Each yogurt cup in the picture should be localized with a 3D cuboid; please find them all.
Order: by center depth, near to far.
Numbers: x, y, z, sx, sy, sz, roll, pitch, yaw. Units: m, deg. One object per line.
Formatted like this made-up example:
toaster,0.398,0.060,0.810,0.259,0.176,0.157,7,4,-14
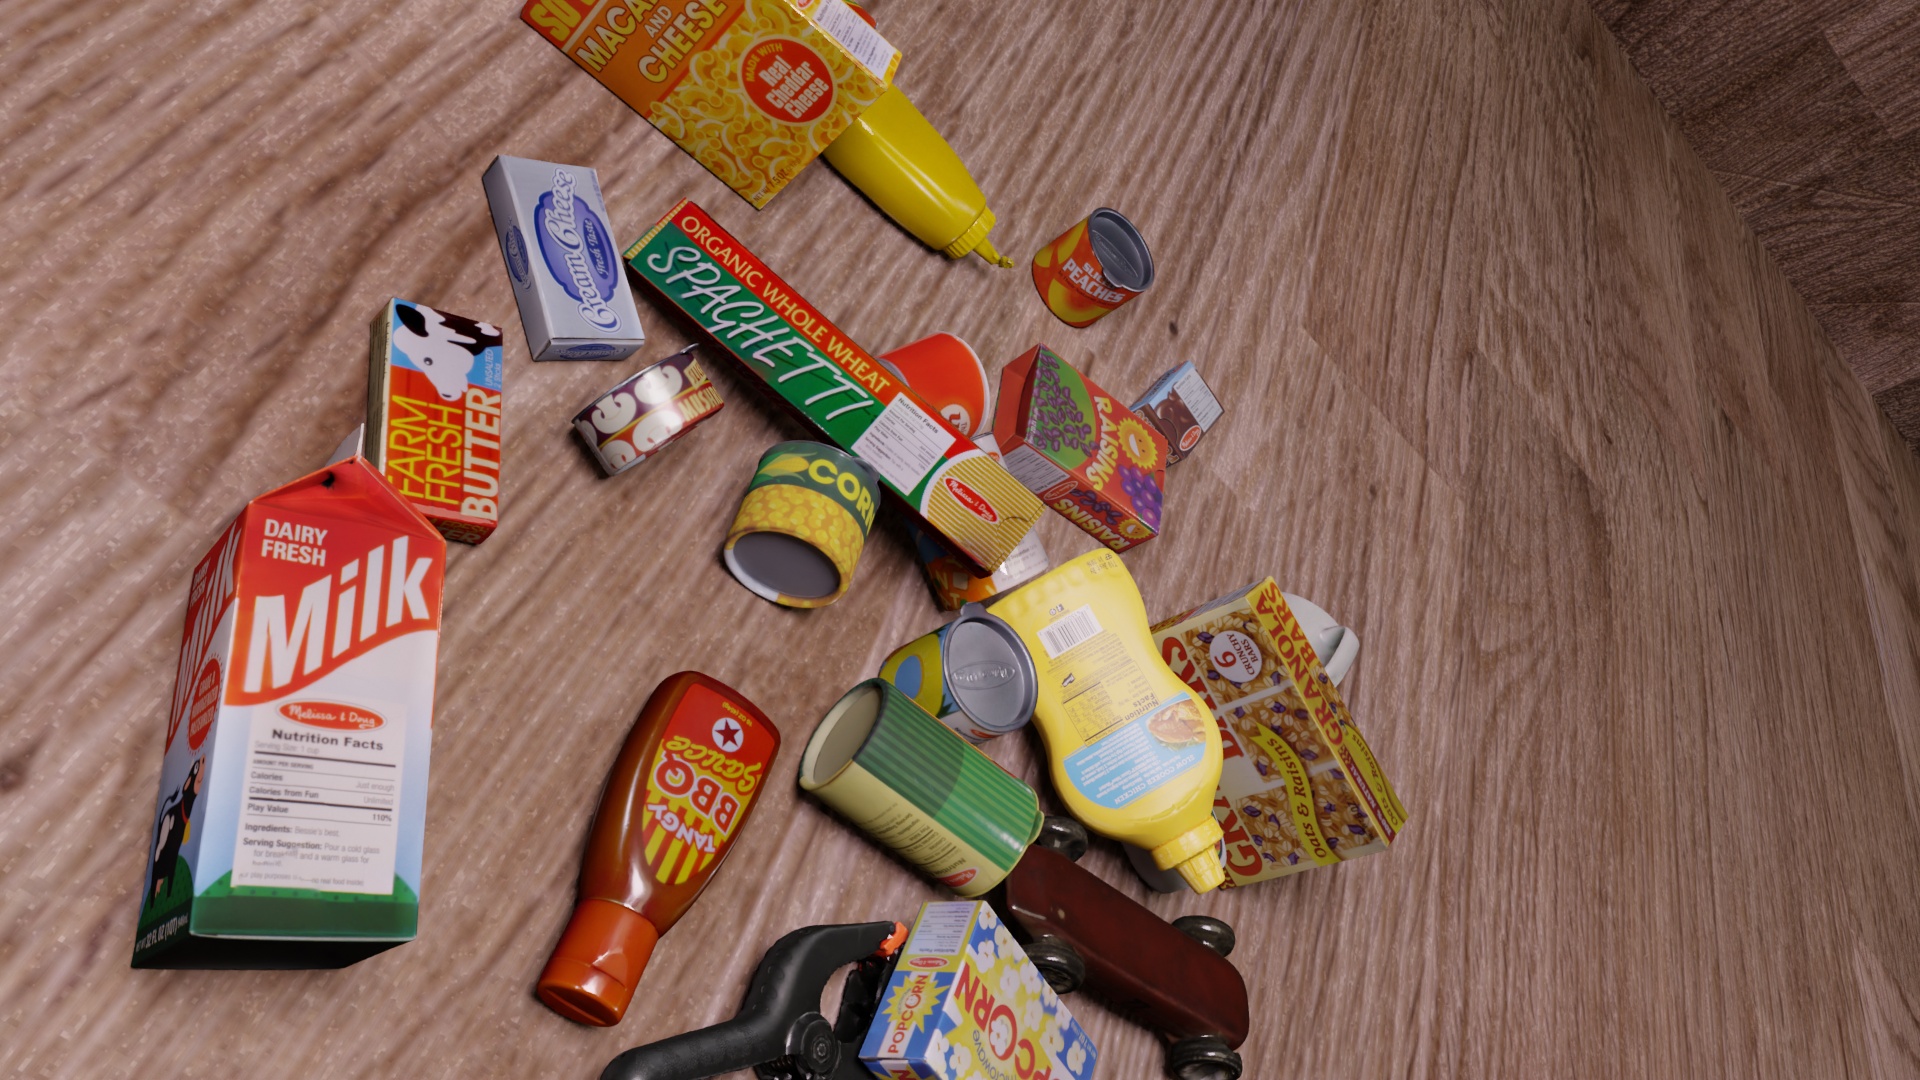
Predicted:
yogurt cup,-0.025,-0.083,0.800,0.054,0.072,0.072,-19,83,-40

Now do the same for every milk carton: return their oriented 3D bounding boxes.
milk carton,-0.240,0.054,0.508,0.073,0.072,0.191,16,59,-39

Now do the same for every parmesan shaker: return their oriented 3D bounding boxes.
parmesan shaker,-0.018,0.121,0.686,0.103,0.071,0.072,40,46,-22

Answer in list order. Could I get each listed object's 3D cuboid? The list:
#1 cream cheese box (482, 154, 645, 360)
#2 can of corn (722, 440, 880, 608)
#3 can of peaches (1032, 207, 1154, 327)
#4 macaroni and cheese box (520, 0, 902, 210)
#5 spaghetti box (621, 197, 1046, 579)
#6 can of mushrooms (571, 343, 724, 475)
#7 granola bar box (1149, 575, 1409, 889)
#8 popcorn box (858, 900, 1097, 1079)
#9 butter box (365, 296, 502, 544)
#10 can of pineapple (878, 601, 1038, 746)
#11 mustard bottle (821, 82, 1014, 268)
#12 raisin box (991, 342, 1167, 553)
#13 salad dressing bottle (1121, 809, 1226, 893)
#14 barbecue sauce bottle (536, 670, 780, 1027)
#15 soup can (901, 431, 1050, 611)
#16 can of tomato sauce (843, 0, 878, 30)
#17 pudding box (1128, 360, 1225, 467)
cream cheese box,-0.197,-0.140,0.691,0.053,0.024,0.104,-6,73,-45
can of corn,-0.078,-0.008,0.700,0.071,0.071,0.058,37,48,-24
can of peaches,0.092,-0.190,0.977,0.071,0.058,0.071,22,55,-35
macaroni and cheese box,-0.135,-0.273,0.752,0.166,0.123,0.040,36,46,-25
spaghetti box,-0.066,-0.079,0.727,0.250,0.028,0.050,41,75,-1
can of mushrooms,-0.147,-0.062,0.664,0.033,0.071,0.071,58,42,-6
granola bar box,0.171,0.118,0.834,0.039,0.123,0.165,-30,91,-49
popcorn box,0.013,0.242,0.652,0.126,0.038,0.085,57,38,-27
butter box,-0.231,-0.052,0.610,0.053,0.024,0.104,13,59,-39
can of pineapple,-0.002,0.076,0.738,0.071,0.057,0.071,23,54,-35
mustard bottle,-0.025,-0.227,0.889,0.160,0.048,0.066,43,44,-19
raisin box,0.079,-0.059,0.906,0.123,0.040,0.086,33,48,-28
salad dressing bottle,0.106,0.132,0.823,0.064,0.044,0.147,-18,81,-43
barbecue sauce bottle,-0.130,0.130,0.593,0.065,0.043,0.149,41,46,-22
soup can,0.003,-0.010,0.784,0.071,0.071,0.083,-25,91,-48
can of tomato sauce,-0.102,-0.323,0.853,0.083,0.071,0.071,39,46,-21
pudding box,0.153,-0.091,1.002,0.049,0.030,0.084,55,42,-8
